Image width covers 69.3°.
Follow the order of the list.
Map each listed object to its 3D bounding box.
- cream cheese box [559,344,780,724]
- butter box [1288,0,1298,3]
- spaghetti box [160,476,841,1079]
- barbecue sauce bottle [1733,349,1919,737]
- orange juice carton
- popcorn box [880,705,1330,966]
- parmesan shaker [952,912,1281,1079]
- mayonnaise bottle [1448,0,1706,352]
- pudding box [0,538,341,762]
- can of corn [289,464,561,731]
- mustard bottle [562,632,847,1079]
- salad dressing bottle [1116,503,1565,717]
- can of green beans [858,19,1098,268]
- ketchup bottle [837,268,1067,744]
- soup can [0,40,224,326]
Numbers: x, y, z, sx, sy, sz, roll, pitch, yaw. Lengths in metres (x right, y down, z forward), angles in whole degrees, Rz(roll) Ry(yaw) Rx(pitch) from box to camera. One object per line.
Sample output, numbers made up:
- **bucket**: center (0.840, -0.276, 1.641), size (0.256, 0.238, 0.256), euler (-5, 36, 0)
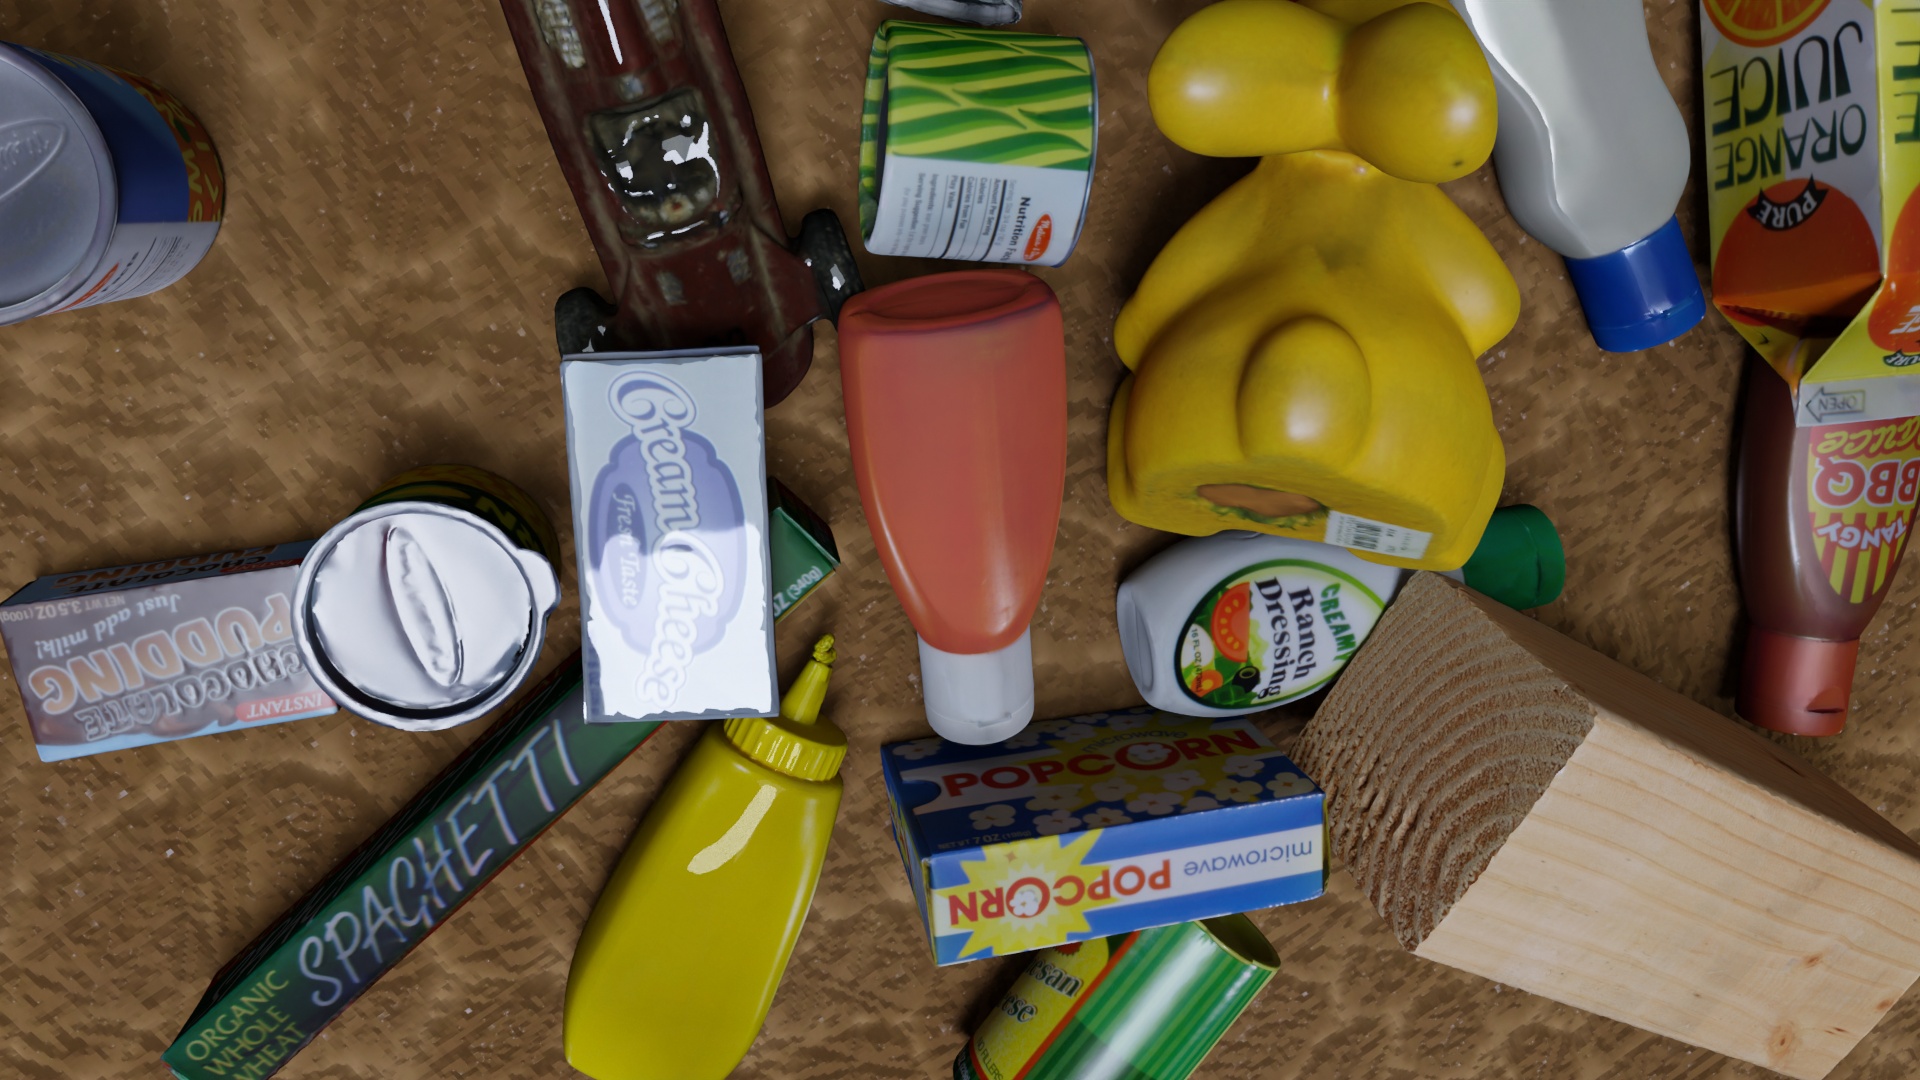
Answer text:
- **cream cheese box**: center (-0.079, -0.001, 0.384), size (0.053, 0.024, 0.103), euler (-3, 99, -7)
- **butter box**: center (0.085, -0.214, 0.416), size (0.053, 0.024, 0.103), euler (-40, 108, 0)
- **spaghetti box**: center (-0.139, 0.076, 0.429), size (0.250, 0.050, 0.028), euler (-42, 106, 1)
- **barbecue sauce bottle**: center (0.312, -0.004, 0.504), size (0.065, 0.044, 0.148), euler (-1, 104, -11)
- **orange juice carton**: center (0.288, -0.134, 0.434), size (0.072, 0.073, 0.192), euler (-5, 93, -10)
- **popcorn box**: center (0.044, 0.090, 0.451), size (0.127, 0.085, 0.038), euler (-7, 106, -10)
- **parmesan shaker**: center (0.053, 0.164, 0.479), size (0.071, 0.071, 0.103), euler (36, 95, -17)
- **mayonnaise bottle**: center (0.201, -0.133, 0.452), size (0.065, 0.041, 0.147), euler (-31, 109, -3)
- **pudding box**: center (-0.229, 0.032, 0.411), size (0.084, 0.030, 0.049), euler (-8, 106, -9)
- **can of corn**: center (-0.151, 0.014, 0.407), size (0.071, 0.058, 0.071), euler (-3, 104, -11)
- **mustard bottle**: center (-0.073, 0.101, 0.450), size (0.065, 0.049, 0.160), euler (25, 97, -16)
- **salad dressing bottle**: center (0.130, 0.019, 0.473), size (0.148, 0.044, 0.064), euler (-12, 112, -8)
- **can of green beans**: center (0.003, -0.114, 0.403), size (0.058, 0.071, 0.071), euler (2, 104, -11)
- **ketchup bottle**: center (0.002, -0.005, 0.424), size (0.065, 0.044, 0.148), euler (-12, 121, -12)
- **soup can**: center (-0.235, -0.093, 0.350), size (0.071, 0.084, 0.071), euler (-3, 104, -11)
